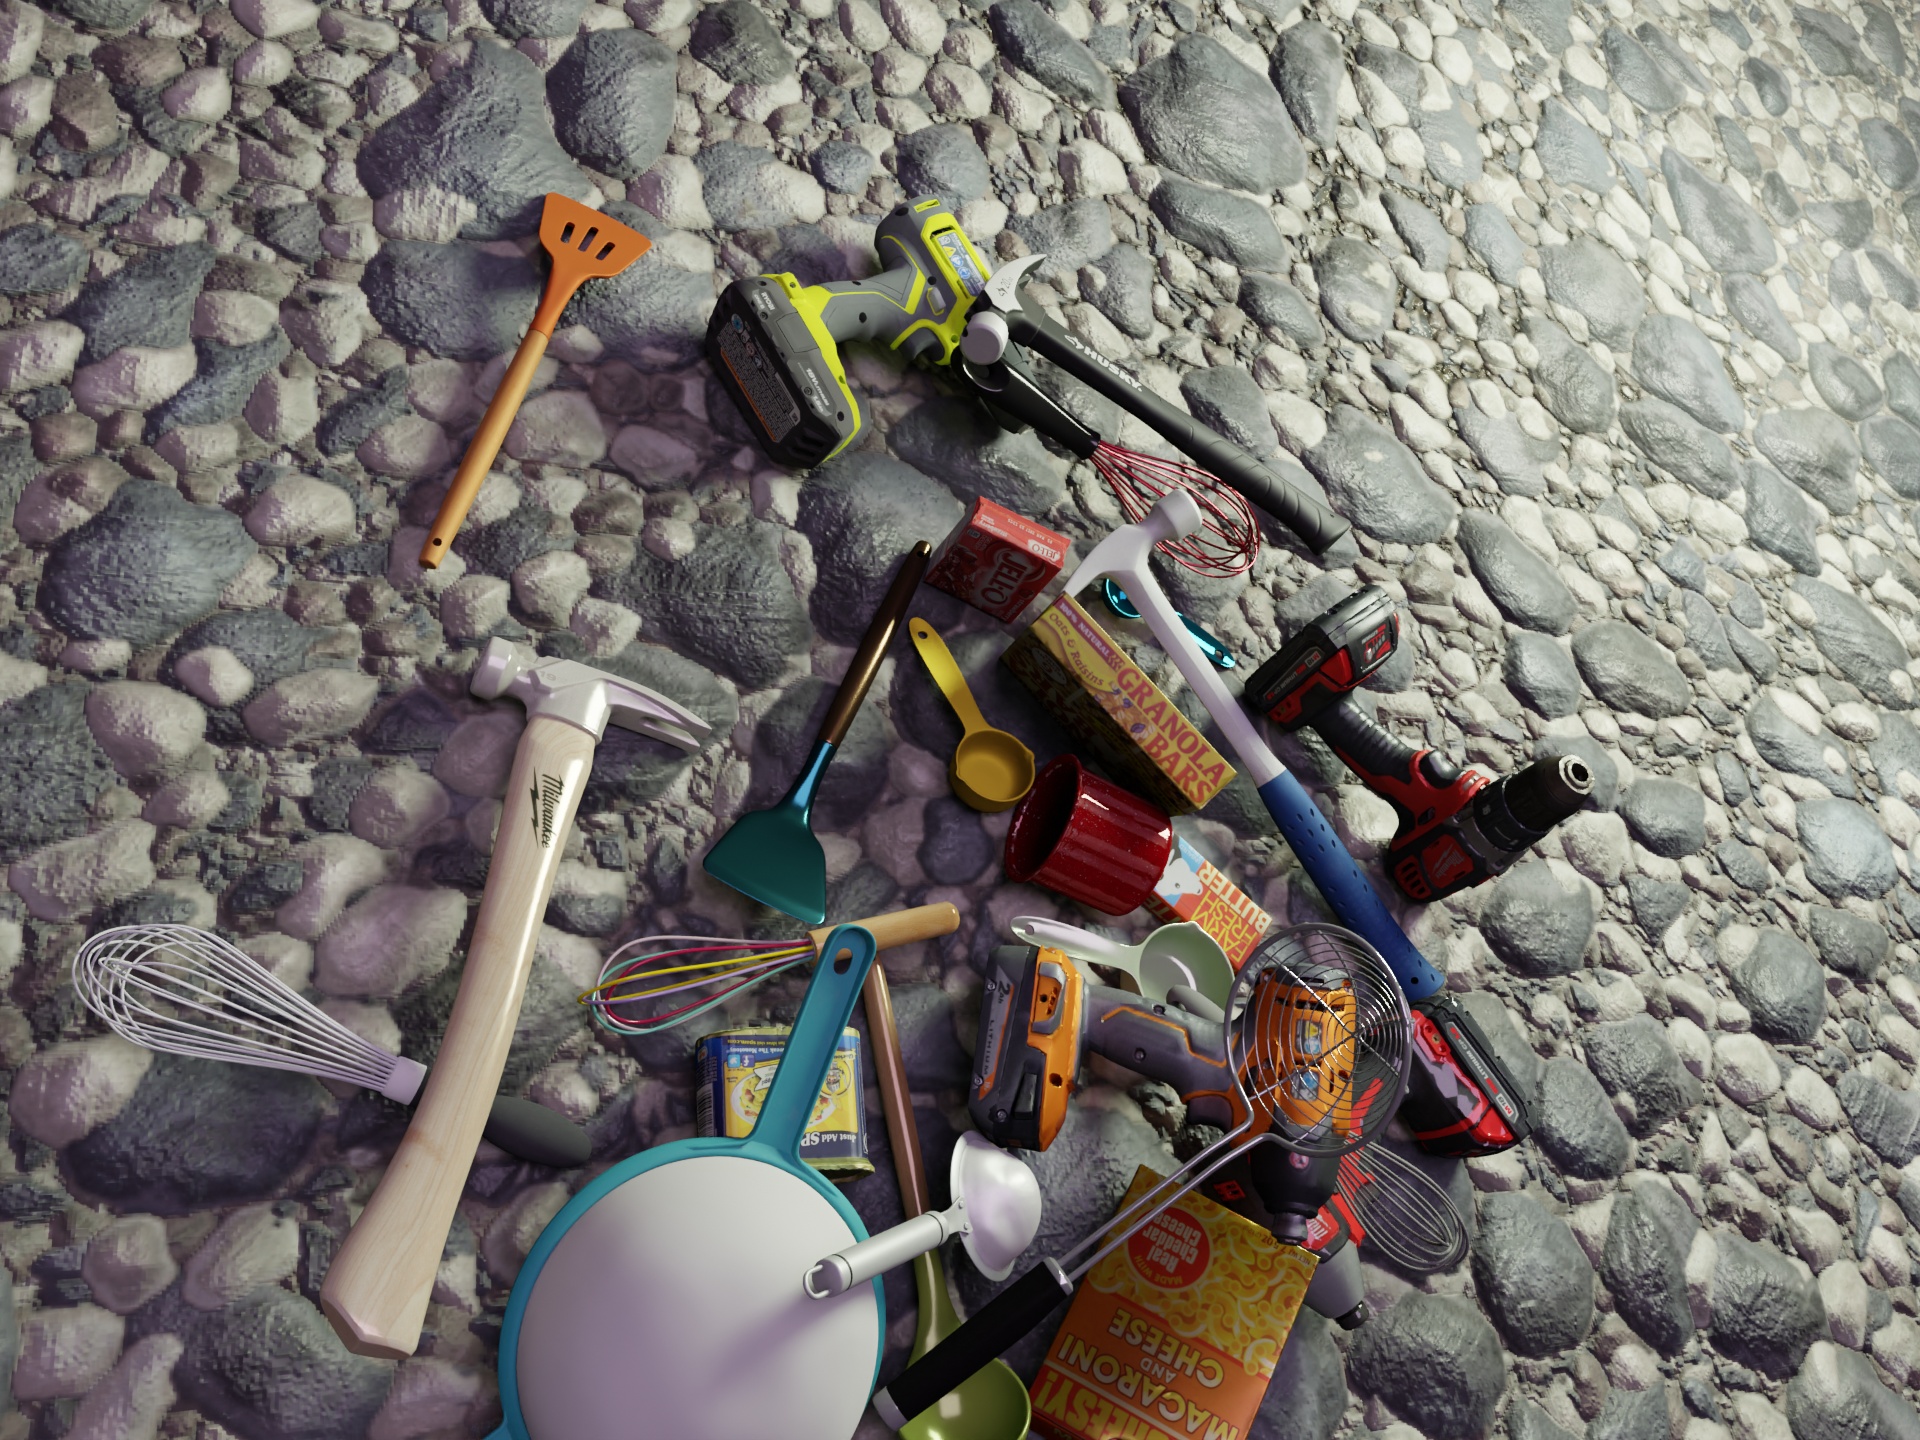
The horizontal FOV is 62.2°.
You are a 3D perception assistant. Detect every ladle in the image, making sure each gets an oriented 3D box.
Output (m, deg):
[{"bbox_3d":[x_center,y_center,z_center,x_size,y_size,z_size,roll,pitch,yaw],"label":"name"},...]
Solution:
[{"bbox_3d":[-0.025,0.280,0.945,0.078,0.062,0.320,-6,68,-16],"label":"ladle"}]

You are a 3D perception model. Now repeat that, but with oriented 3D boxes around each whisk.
[{"bbox_3d":[-0.328,0.180,0.851,0.284,0.070,0.070,28,59,-18],"label":"whisk"},{"bbox_3d":[0.113,-0.195,1.192,0.295,0.073,0.073,30,58,-22],"label":"whisk"},{"bbox_3d":[-0.109,0.143,0.960,0.245,0.047,0.051,-9,42,-27],"label":"whisk"},{"bbox_3d":[0.220,0.254,1.004,0.055,0.055,0.239,-33,66,-32],"label":"whisk"}]

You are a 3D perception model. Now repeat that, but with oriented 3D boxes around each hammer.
[{"bbox_3d":[0.153,-0.226,1.181,0.334,0.035,0.146,32,39,-12],"label":"hammer"},{"bbox_3d":[0.215,0.036,1.158,0.144,0.035,0.405,-34,90,-6],"label":"hammer"},{"bbox_3d":[-0.246,0.138,0.876,0.146,0.038,0.411,21,51,-18],"label":"hammer"}]

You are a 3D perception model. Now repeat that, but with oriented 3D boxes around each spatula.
[{"bbox_3d":[-0.294,-0.234,1.069,0.081,0.041,0.323,24,64,-14],"label":"spatula"},{"bbox_3d":[-0.075,-0.007,1.056,0.082,0.044,0.318,27,58,-7],"label":"spatula"}]

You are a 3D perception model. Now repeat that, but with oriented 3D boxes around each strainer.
[{"bbox_3d":[-0.010,0.279,0.874,0.258,0.050,0.087,5,67,-61],"label":"strainer"},{"bbox_3d":[-0.102,0.271,0.830,0.211,0.095,0.340,24,79,-19],"label":"strainer"}]

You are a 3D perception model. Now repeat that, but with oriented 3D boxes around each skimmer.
[{"bbox_3d":[0.093,0.254,0.870,0.363,0.090,0.127,-36,46,-8],"label":"skimmer"}]

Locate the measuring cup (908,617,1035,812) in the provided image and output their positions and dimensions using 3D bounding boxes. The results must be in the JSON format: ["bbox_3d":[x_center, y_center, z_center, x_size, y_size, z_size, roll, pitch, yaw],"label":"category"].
[{"bbox_3d":[-0.002,-0.004,1.105,0.062,0.029,0.157,-15,63,-29],"label":"measuring cup"}]

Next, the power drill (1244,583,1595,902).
[{"bbox_3d":[0.334,0.013,1.156,0.080,0.187,0.227,-31,79,-33],"label":"power drill"}]

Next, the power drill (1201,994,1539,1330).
[{"bbox_3d":[0.277,0.294,1.069,0.219,0.078,0.143,-29,81,-29],"label":"power drill"}]

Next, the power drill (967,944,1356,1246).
[{"bbox_3d":[0.123,0.223,0.968,0.226,0.084,0.164,5,66,8],"label":"power drill"}]

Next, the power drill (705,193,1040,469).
[{"bbox_3d":[-0.051,-0.271,1.166,0.228,0.080,0.190,-30,89,-34],"label":"power drill"}]

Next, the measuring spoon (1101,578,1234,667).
[{"bbox_3d":[0.156,-0.072,1.212,0.128,0.021,0.042,32,57,-20],"label":"measuring spoon"}]

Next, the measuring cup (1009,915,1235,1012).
[{"bbox_3d":[0.103,0.165,1.067,0.167,0.038,0.083,19,61,-14],"label":"measuring cup"}]
